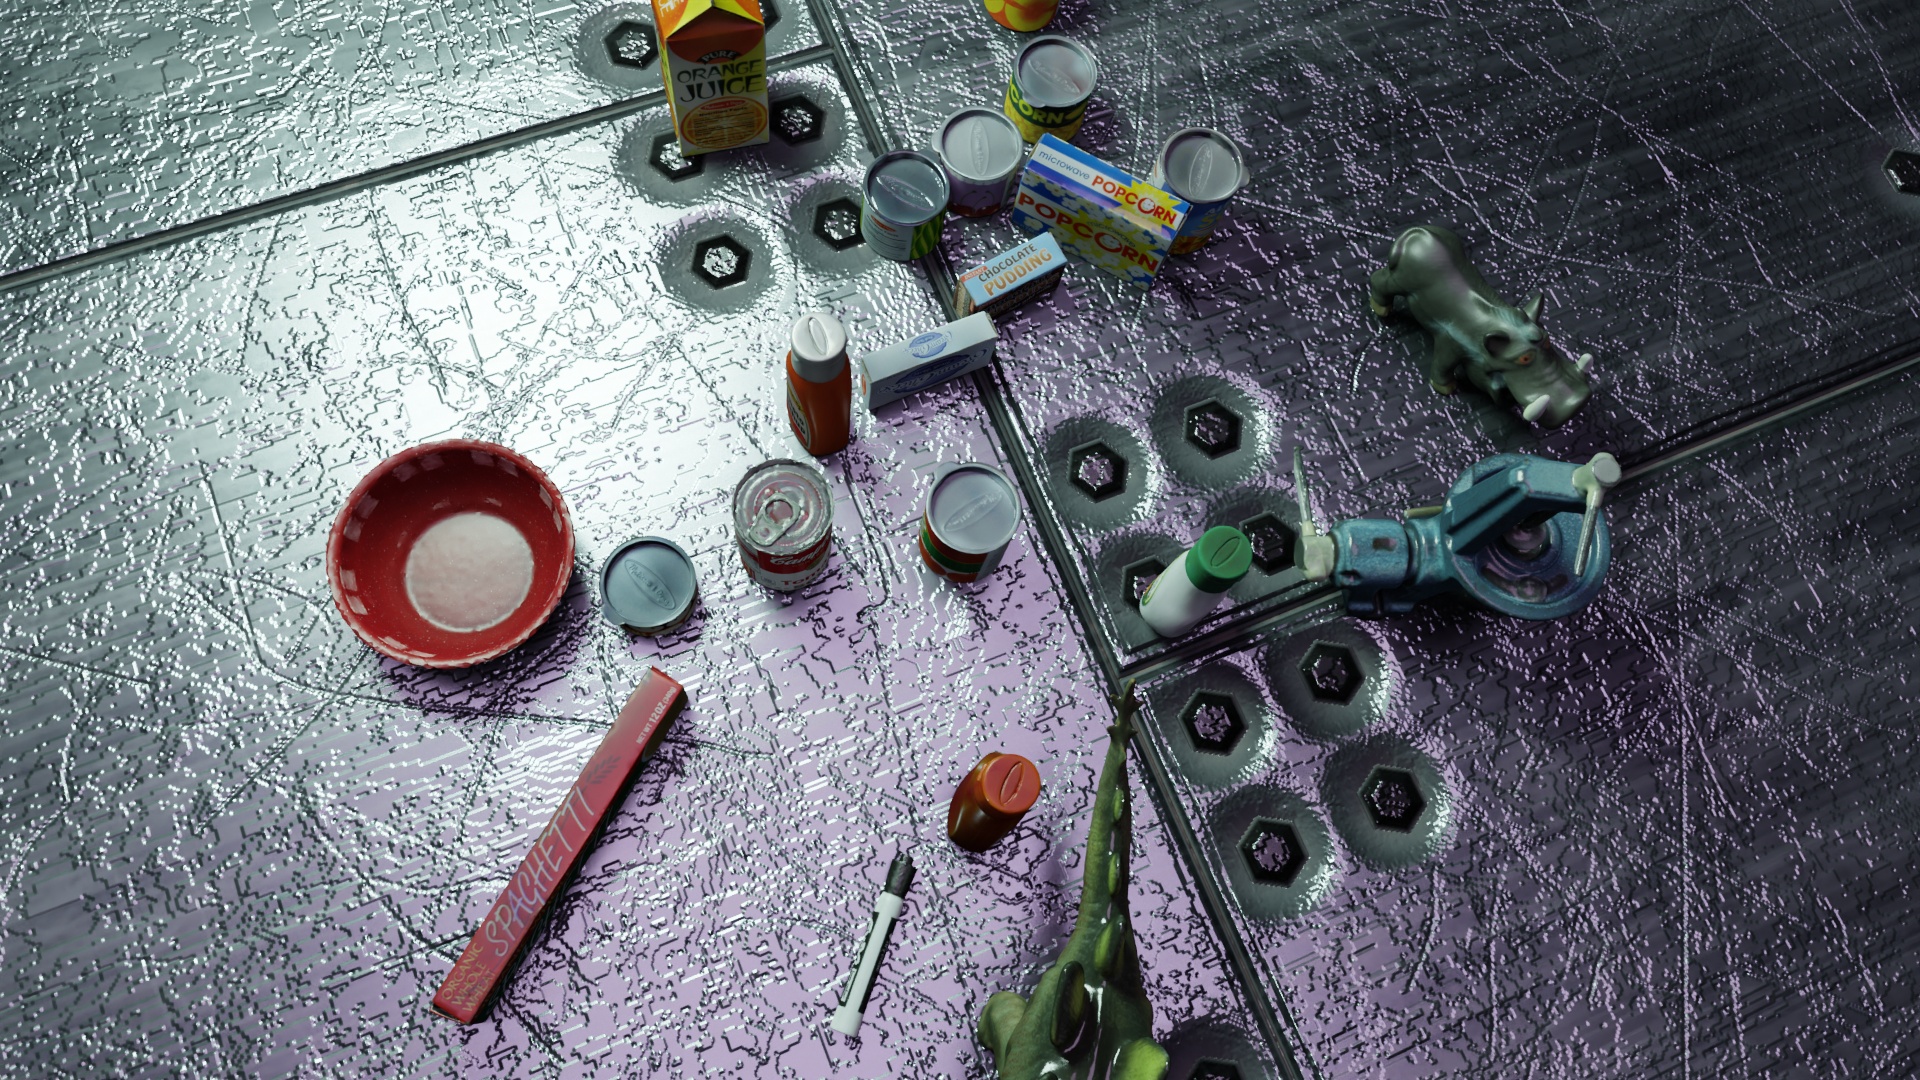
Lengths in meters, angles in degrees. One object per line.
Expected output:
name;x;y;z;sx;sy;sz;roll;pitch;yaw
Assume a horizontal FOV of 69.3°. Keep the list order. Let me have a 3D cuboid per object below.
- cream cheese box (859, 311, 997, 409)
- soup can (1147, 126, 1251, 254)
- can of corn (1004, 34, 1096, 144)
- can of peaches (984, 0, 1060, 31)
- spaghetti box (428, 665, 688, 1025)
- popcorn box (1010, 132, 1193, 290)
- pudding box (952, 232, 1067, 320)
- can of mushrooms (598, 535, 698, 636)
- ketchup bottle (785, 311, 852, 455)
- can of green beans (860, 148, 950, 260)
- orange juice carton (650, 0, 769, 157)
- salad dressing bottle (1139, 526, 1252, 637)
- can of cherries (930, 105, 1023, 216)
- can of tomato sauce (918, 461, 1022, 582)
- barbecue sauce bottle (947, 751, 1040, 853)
cream cheese box;-0.025;-0.134;1.038;0.104;0.053;0.024;-22;77;-12
soup can;0.181;-0.271;1.088;0.071;0.083;0.071;2;73;-6
can of corn;0.070;-0.359;1.116;0.071;0.058;0.071;2;73;-6
can of peaches;0.052;-0.465;1.147;0.071;0.058;0.071;2;73;-6
spaghetti box;-0.258;0.198;0.910;0.029;0.050;0.251;29;72;3
popcorn box;0.106;-0.253;1.073;0.127;0.085;0.038;27;72;2
pudding box;0.038;-0.199;1.067;0.084;0.049;0.030;-28;78;-14
can of mushrooms;-0.220;0.034;0.974;0.071;0.033;0.071;2;73;-6
ketchup bottle;-0.099;-0.113;0.973;0.043;0.148;0.065;-19;76;-11
can of green beans;-0.043;-0.258;1.072;0.071;0.057;0.071;2;73;-6
orange juice carton;-0.185;-0.368;1.020;0.073;0.192;0.072;-13;75;-10
salad dressing bottle;0.163;0.028;0.959;0.044;0.147;0.064;45;74;8
can of cherries;0.010;-0.297;1.090;0.071;0.058;0.071;2;73;-6
can of tomato sauce;0.004;-0.012;0.988;0.071;0.083;0.071;2;73;-6
barbecue sauce bottle;0.022;0.166;0.900;0.044;0.148;0.065;26;72;2
